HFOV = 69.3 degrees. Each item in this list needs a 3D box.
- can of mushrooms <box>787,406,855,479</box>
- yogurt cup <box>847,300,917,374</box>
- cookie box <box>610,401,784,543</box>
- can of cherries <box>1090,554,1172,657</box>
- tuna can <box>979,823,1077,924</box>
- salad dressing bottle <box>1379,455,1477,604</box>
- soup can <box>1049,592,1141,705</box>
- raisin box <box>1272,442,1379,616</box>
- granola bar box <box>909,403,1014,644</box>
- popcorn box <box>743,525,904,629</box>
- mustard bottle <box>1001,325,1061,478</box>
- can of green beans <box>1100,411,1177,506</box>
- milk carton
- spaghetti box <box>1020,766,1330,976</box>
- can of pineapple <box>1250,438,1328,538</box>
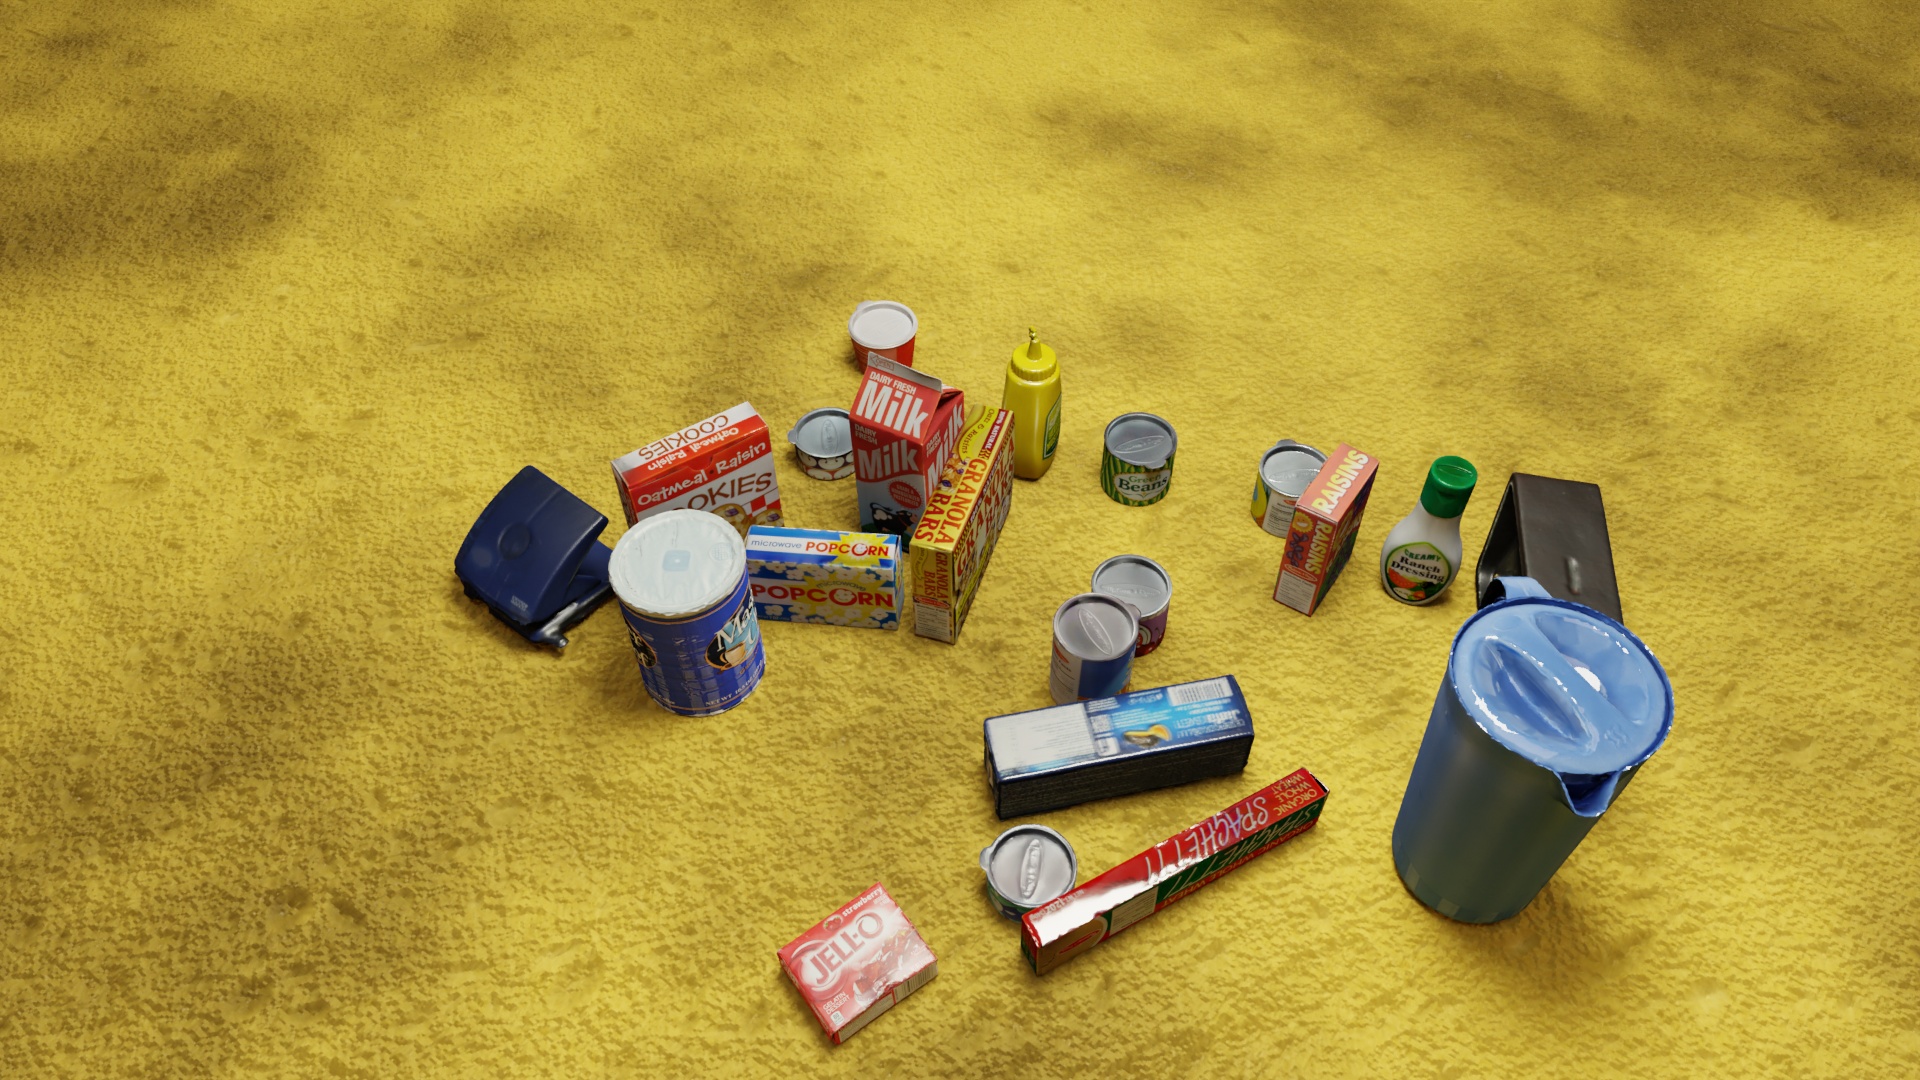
[{"bbox_3d":[-0.124,-0.090,1.295,0.071,0.033,0.071,0,49,0],"label":"can of mushrooms"},{"bbox_3d":[-0.075,-0.195,1.371,0.072,0.053,0.073,0,49,0],"label":"yogurt cup"},{"bbox_3d":[-0.211,-0.023,1.150,0.123,0.166,0.040,-28,55,-21],"label":"cookie box"},{"bbox_3d":[0.139,0.056,1.150,0.071,0.058,0.072,0,49,0],"label":"can of cherries"},{"bbox_3d":[0.049,0.242,1.009,0.071,0.032,0.071,0,49,0],"label":"tuna can"},{"bbox_3d":[0.388,-0.008,1.145,0.064,0.146,0.044,18,52,16],"label":"salad dressing bottle"},{"bbox_3d":[0.107,0.092,1.104,0.071,0.083,0.072,0,49,0],"label":"soup can"},{"bbox_3d":[0.305,-0.009,1.162,0.040,0.122,0.086,28,55,22],"label":"raisin box"},{"bbox_3d":[0.004,-0.015,1.170,0.039,0.123,0.166,14,51,12],"label":"granola bar box"},{"bbox_3d":[-0.113,0.031,1.157,0.127,0.084,0.038,4,50,4],"label":"popcorn box"},{"bbox_3d":[0.064,-0.127,1.242,0.049,0.159,0.066,17,52,14],"label":"mustard bottle"},{"bbox_3d":[0.161,-0.073,1.262,0.071,0.057,0.071,0,49,0],"label":"can of green beans"},{"bbox_3d":[-0.043,-0.078,1.181,0.072,0.189,0.074,22,53,18],"label":"milk carton"},{"bbox_3d":[0.156,0.236,1.002,0.251,0.050,0.029,-23,53,-18],"label":"spaghetti box"},{"bbox_3d":[0.295,-0.045,1.237,0.071,0.057,0.071,0,49,0],"label":"can of pineapple"}]
